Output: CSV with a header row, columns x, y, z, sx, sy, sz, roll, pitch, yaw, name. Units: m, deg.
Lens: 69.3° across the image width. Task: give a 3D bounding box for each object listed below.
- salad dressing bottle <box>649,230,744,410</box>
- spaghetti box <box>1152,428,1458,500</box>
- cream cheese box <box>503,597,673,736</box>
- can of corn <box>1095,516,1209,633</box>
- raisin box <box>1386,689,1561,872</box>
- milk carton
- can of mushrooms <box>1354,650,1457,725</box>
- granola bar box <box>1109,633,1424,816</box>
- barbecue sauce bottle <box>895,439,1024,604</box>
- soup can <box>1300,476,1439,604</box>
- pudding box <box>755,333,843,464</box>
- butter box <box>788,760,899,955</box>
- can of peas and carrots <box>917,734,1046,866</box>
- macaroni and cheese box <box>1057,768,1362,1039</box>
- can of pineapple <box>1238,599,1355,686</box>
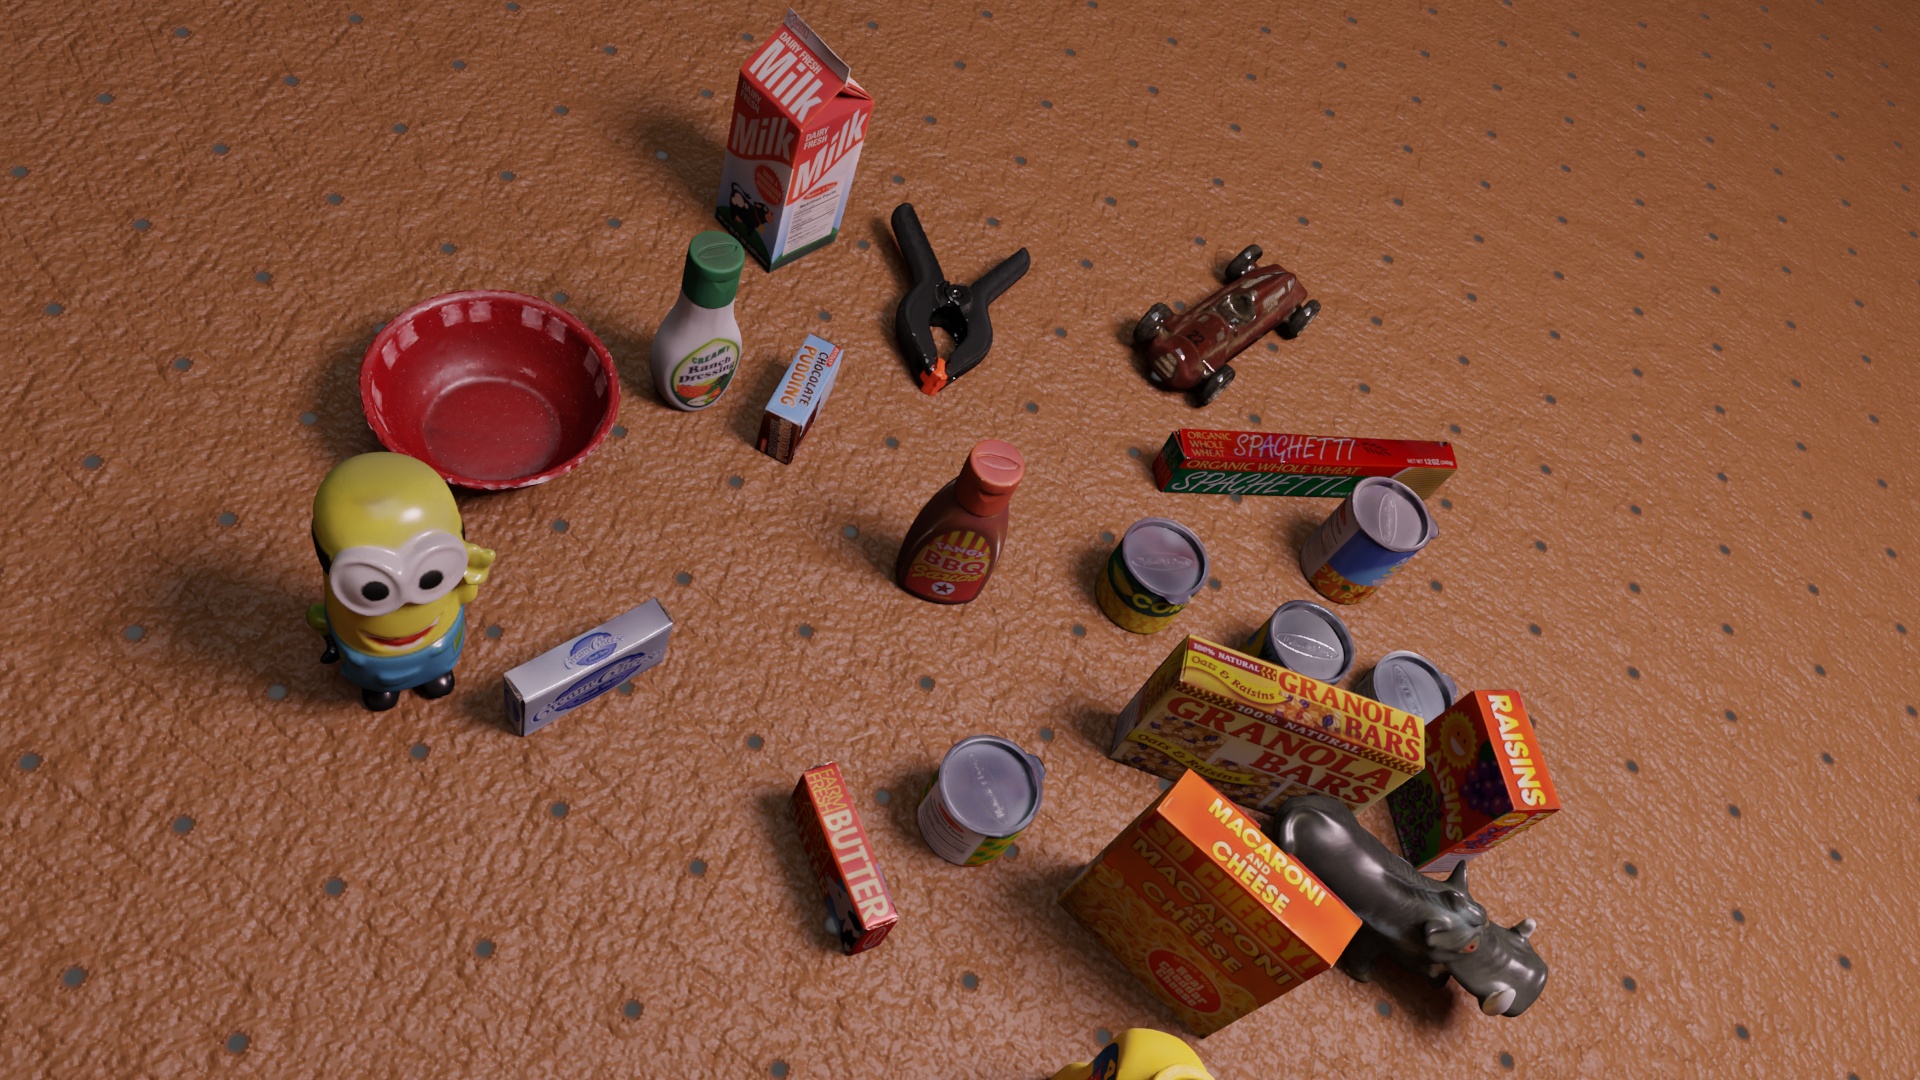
x,y,z,sx,sy,sz,roll,pitch,yaw,name
-0.177,-0.149,0.951,0.064,0.147,0.044,-21,67,-29,salad dressing bottle
0.276,-0.059,1.106,0.250,0.050,0.029,1,58,-18,spaghetti box
-0.226,0.077,0.846,0.104,0.053,0.024,-29,71,-31,cream cheese box
0.137,0.028,0.998,0.071,0.058,0.071,9,56,-13,can of corn
0.340,0.164,0.938,0.040,0.122,0.086,3,58,-17,raisin box
-0.124,-0.300,1.041,0.074,0.189,0.072,-34,74,-33,milk carton
0.327,0.117,1.019,0.071,0.033,0.071,9,56,-13,can of mushrooms
0.198,0.130,0.912,0.165,0.123,0.039,20,54,-6,granola bar box
0.003,-0.012,0.923,0.065,0.147,0.044,13,55,-11,barbecue sauce bottle
0.310,0.002,1.057,0.071,0.083,0.072,9,56,-13,soup can
-0.116,-0.103,1.003,0.030,0.049,0.084,25,54,-2,pudding box
-0.071,0.189,0.826,0.024,0.052,0.104,-14,64,-26,butter box
0.013,0.162,0.869,0.071,0.058,0.071,9,56,-13,can of peas and carrots
0.138,0.215,0.810,0.124,0.165,0.040,42,55,10,macaroni and cheese box
0.238,0.086,0.994,0.071,0.057,0.071,9,56,-13,can of pineapple
